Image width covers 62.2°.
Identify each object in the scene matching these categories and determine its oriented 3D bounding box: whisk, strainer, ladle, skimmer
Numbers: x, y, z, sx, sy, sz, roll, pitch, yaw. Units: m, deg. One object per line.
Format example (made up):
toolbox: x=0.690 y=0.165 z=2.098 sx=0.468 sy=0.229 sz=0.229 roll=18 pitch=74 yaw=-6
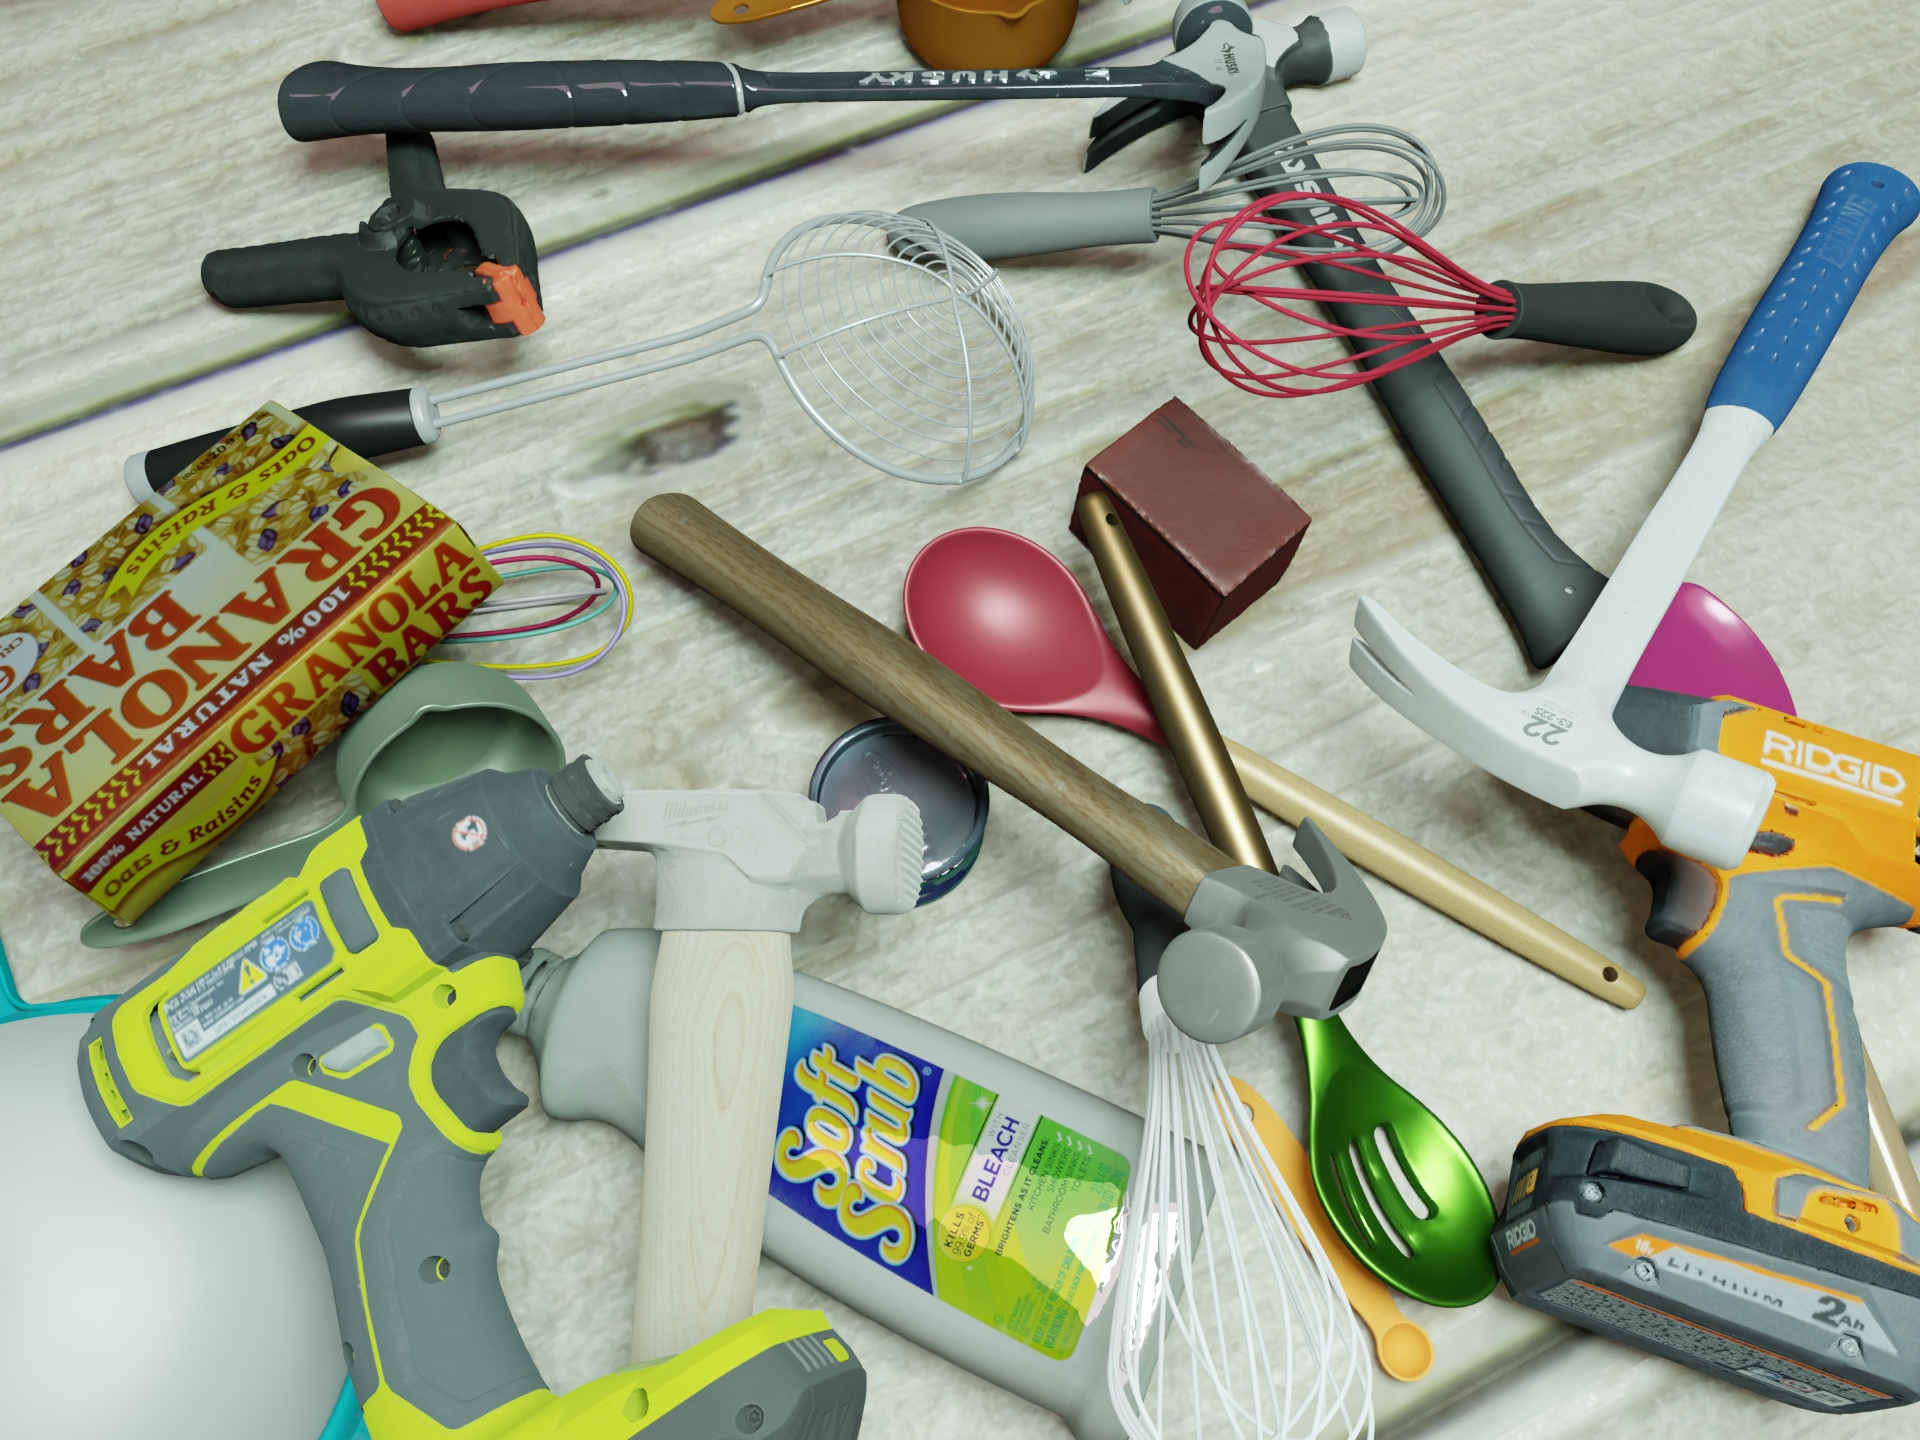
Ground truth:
whisk: x=0.079 y=-0.213 z=0.665 sx=0.239 sy=0.055 sz=0.055 roll=2 pitch=65 yaw=20
strainer: x=-0.320 y=0.125 z=0.506 sx=0.211 sy=0.095 sz=0.341 roll=-25 pitch=71 yaw=-12
whisk: x=0.068 y=0.111 z=0.486 sx=0.070 sy=0.070 sz=0.285 roll=2 pitch=32 yaw=-2
whisk: x=0.199 y=-0.162 z=0.626 sx=0.295 sy=0.073 sz=0.073 roll=-7 pitch=65 yaw=-34
ladle: x=0.116 y=0.022 z=0.606 sx=0.315 sy=0.031 sz=0.069 roll=31 pitch=76 yaw=8
whisk: x=-0.247 y=-0.040 z=0.609 sx=0.245 sy=0.047 sz=0.051 roll=-5 pitch=49 yaw=-1
skimmer: x=-0.150 y=-0.126 z=0.657 sx=0.363 sy=0.090 sz=0.127 roll=-13 pitch=72 yaw=3

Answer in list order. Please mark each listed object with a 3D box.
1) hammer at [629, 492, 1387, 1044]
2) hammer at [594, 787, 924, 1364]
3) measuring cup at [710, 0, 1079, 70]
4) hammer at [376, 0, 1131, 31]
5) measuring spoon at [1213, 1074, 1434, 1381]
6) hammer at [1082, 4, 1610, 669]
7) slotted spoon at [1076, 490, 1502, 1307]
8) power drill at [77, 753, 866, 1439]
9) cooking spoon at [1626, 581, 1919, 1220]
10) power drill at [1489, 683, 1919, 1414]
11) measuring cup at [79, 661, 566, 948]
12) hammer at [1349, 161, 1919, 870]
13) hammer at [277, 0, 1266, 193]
hammer: x=-0.001 y=-0.002 z=0.548 sx=0.332 sy=0.130 sz=0.031 roll=34 pitch=111 yaw=32
hammer: x=-0.092 y=0.223 z=0.465 sx=0.146 sy=0.038 sz=0.411 roll=0 pitch=76 yaw=10
measuring cup: x=-0.028 y=-0.330 z=0.739 sx=0.173 sy=0.052 sz=0.095 roll=-15 pitch=67 yaw=-4
hammer: x=-0.092 y=-0.336 z=0.691 sx=0.359 sy=0.036 sz=0.149 roll=-2 pitch=49 yaw=13
measuring spoon: x=0.123 y=0.174 z=0.552 sx=0.021 sy=0.011 sz=0.117 roll=-26 pitch=67 yaw=-20
hammer: x=0.176 y=-0.169 z=0.686 sx=0.146 sy=0.035 sz=0.335 roll=-20 pitch=69 yaw=-11
slotted spoon: x=0.106 y=0.055 z=0.571 sx=0.070 sy=0.031 sz=0.314 roll=-11 pitch=72 yaw=-34
power drill: x=-0.129 y=0.129 z=0.439 sx=0.171 sy=0.080 sz=0.223 roll=-35 pitch=70 yaw=2
cooking spoon: x=0.312 y=0.090 z=0.590 sx=0.068 sy=0.017 sz=0.319 roll=-9 pitch=67 yaw=-6
power drill: x=0.250 y=0.092 z=0.537 sx=0.164 sy=0.084 sz=0.227 roll=19 pitch=63 yaw=8
measuring cup: x=-0.224 y=0.032 z=0.558 sx=0.167 sy=0.083 sz=0.038 roll=-24 pitch=48 yaw=-16
hammer: x=0.295 y=-0.113 z=0.622 sx=0.144 sy=0.035 sz=0.405 roll=25 pitch=55 yaw=25
hammer: x=-0.077 y=-0.259 z=0.659 sx=0.409 sy=0.036 sz=0.149 roll=-1 pitch=41 yaw=2
